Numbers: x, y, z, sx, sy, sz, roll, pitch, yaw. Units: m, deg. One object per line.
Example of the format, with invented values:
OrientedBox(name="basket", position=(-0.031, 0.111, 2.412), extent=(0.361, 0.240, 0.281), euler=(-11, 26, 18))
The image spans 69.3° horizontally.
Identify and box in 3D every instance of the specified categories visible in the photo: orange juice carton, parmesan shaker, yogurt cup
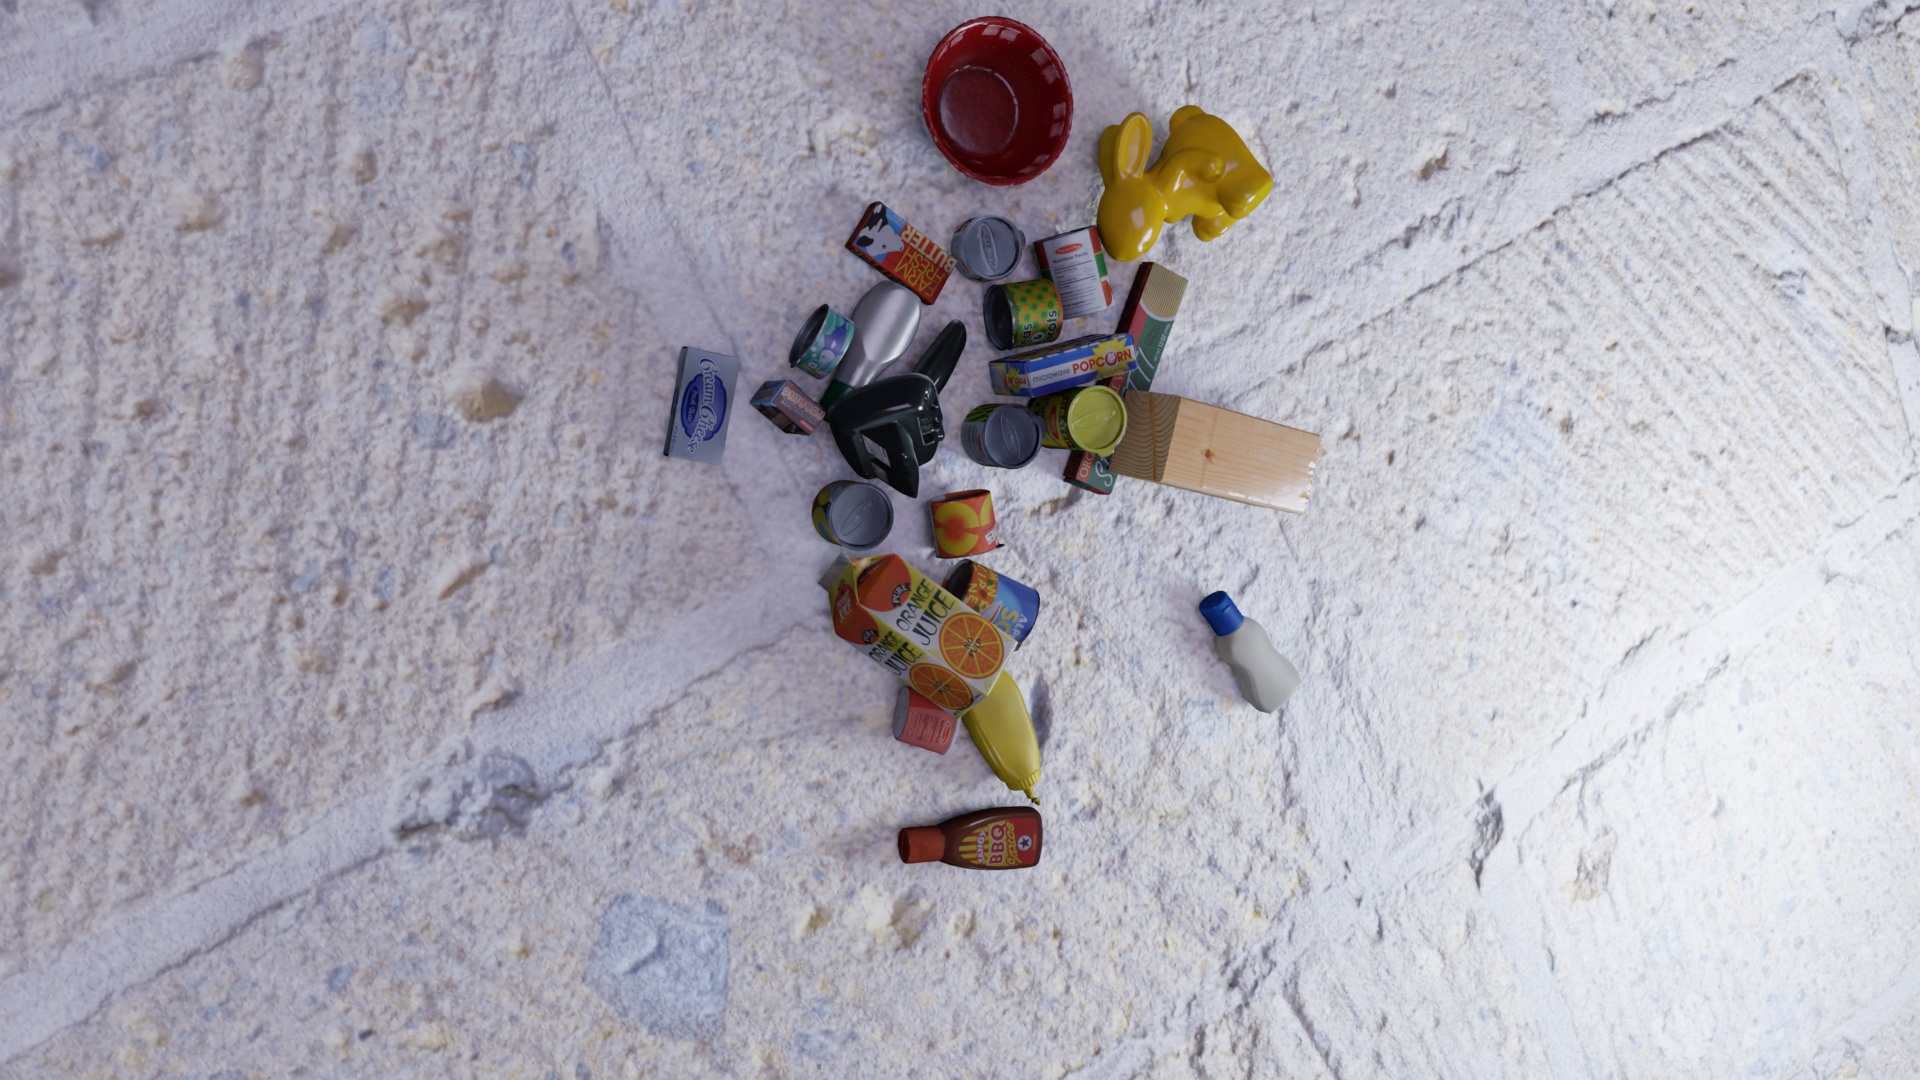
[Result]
OrientedBox(name="orange juice carton", position=(-0.050, 0.082, 1.346), extent=(0.192, 0.071, 0.073), euler=(36, 54, -5))
OrientedBox(name="parmesan shaker", position=(0.115, -0.121, 1.407), extent=(0.071, 0.103, 0.071), euler=(-2, 96, -23))
OrientedBox(name="yogurt cup", position=(-0.035, 0.177, 1.392), extent=(0.054, 0.072, 0.072), euler=(13, 90, -16))

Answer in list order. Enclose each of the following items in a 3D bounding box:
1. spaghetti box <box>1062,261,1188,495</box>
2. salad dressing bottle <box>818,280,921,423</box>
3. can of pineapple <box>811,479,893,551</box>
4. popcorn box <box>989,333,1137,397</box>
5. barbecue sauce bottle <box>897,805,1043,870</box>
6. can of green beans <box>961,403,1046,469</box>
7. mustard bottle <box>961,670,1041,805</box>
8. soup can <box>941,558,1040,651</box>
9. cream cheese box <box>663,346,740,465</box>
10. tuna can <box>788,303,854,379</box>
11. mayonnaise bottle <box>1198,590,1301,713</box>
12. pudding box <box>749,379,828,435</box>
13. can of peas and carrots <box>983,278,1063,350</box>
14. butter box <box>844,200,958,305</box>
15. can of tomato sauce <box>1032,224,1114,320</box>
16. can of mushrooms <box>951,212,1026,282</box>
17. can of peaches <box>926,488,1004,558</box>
OrientedBox(name="spaghetti box", position=(0.175, -0.171, 1.468), extent=(0.050, 0.028, 0.250), euler=(22, 86, -24))
OrientedBox(name="salad dressing bottle", position=(-0.091, -0.179, 1.346), extent=(0.064, 0.044, 0.148), euler=(31, 84, -24))
OrientedBox(name="can of pineapple", position=(-0.106, -0.027, 1.345), extent=(0.071, 0.058, 0.071), euler=(-2, 96, -23))
OrientedBox(name="popcorn box", position=(0.104, -0.178, 1.406), extent=(0.127, 0.085, 0.038), euler=(-17, 103, -21))
OrientedBox(name="barbecue sauce bottle", position=(0.010, 0.310, 1.434), extent=(0.149, 0.043, 0.064), euler=(1, 95, -23))
OrientedBox(name="can of green beans", position=(0.041, -0.106, 1.401), extent=(0.071, 0.058, 0.071), euler=(-2, 96, -23))
OrientedBox(name="mustard bottle", position=(0.047, 0.208, 1.437), extent=(0.065, 0.049, 0.160), euler=(-28, 106, -19))
OrientedBox(name="soup can", position=(0.028, 0.066, 1.405), extent=(0.084, 0.071, 0.071), euler=(25, 85, -23))
OrientedBox(name="cream cheese box", position=(-0.241, -0.125, 1.296), extent=(0.053, 0.024, 0.103), euler=(9, 91, -25))
OrientedBox(name="tuna can", position=(-0.132, -0.186, 1.314), extent=(0.033, 0.071, 0.071), euler=(31, 83, -23))
OrientedBox(name="mayonnaise bottle", position=(0.320, 0.121, 1.552), extent=(0.065, 0.041, 0.148), euler=(-42, 108, -16))
OrientedBox(name="pudding box", position=(-0.162, -0.125, 1.298), extent=(0.049, 0.083, 0.030), euler=(41, 79, -21))
OrientedBox(name="can of peas and carrots", position=(0.064, -0.225, 1.393), extent=(0.059, 0.071, 0.071), euler=(-12, 100, -22))
OrientedBox(name="butter box", position=(-0.057, -0.280, 1.361), extent=(0.103, 0.024, 0.053), euler=(34, 81, -22))
OrientedBox(name="can of tomato sauce", position=(0.116, -0.273, 1.415), extent=(0.071, 0.071, 0.083), euler=(-21, 103, -20))
OrientedBox(name="can of mushrooms", position=(0.028, -0.293, 1.392), extent=(0.071, 0.033, 0.071), euler=(-2, 95, -23))
OrientedBox(name="can of peaches", position=(0.005, -0.017, 1.388), extent=(0.071, 0.071, 0.058), euler=(-14, 100, -21))
